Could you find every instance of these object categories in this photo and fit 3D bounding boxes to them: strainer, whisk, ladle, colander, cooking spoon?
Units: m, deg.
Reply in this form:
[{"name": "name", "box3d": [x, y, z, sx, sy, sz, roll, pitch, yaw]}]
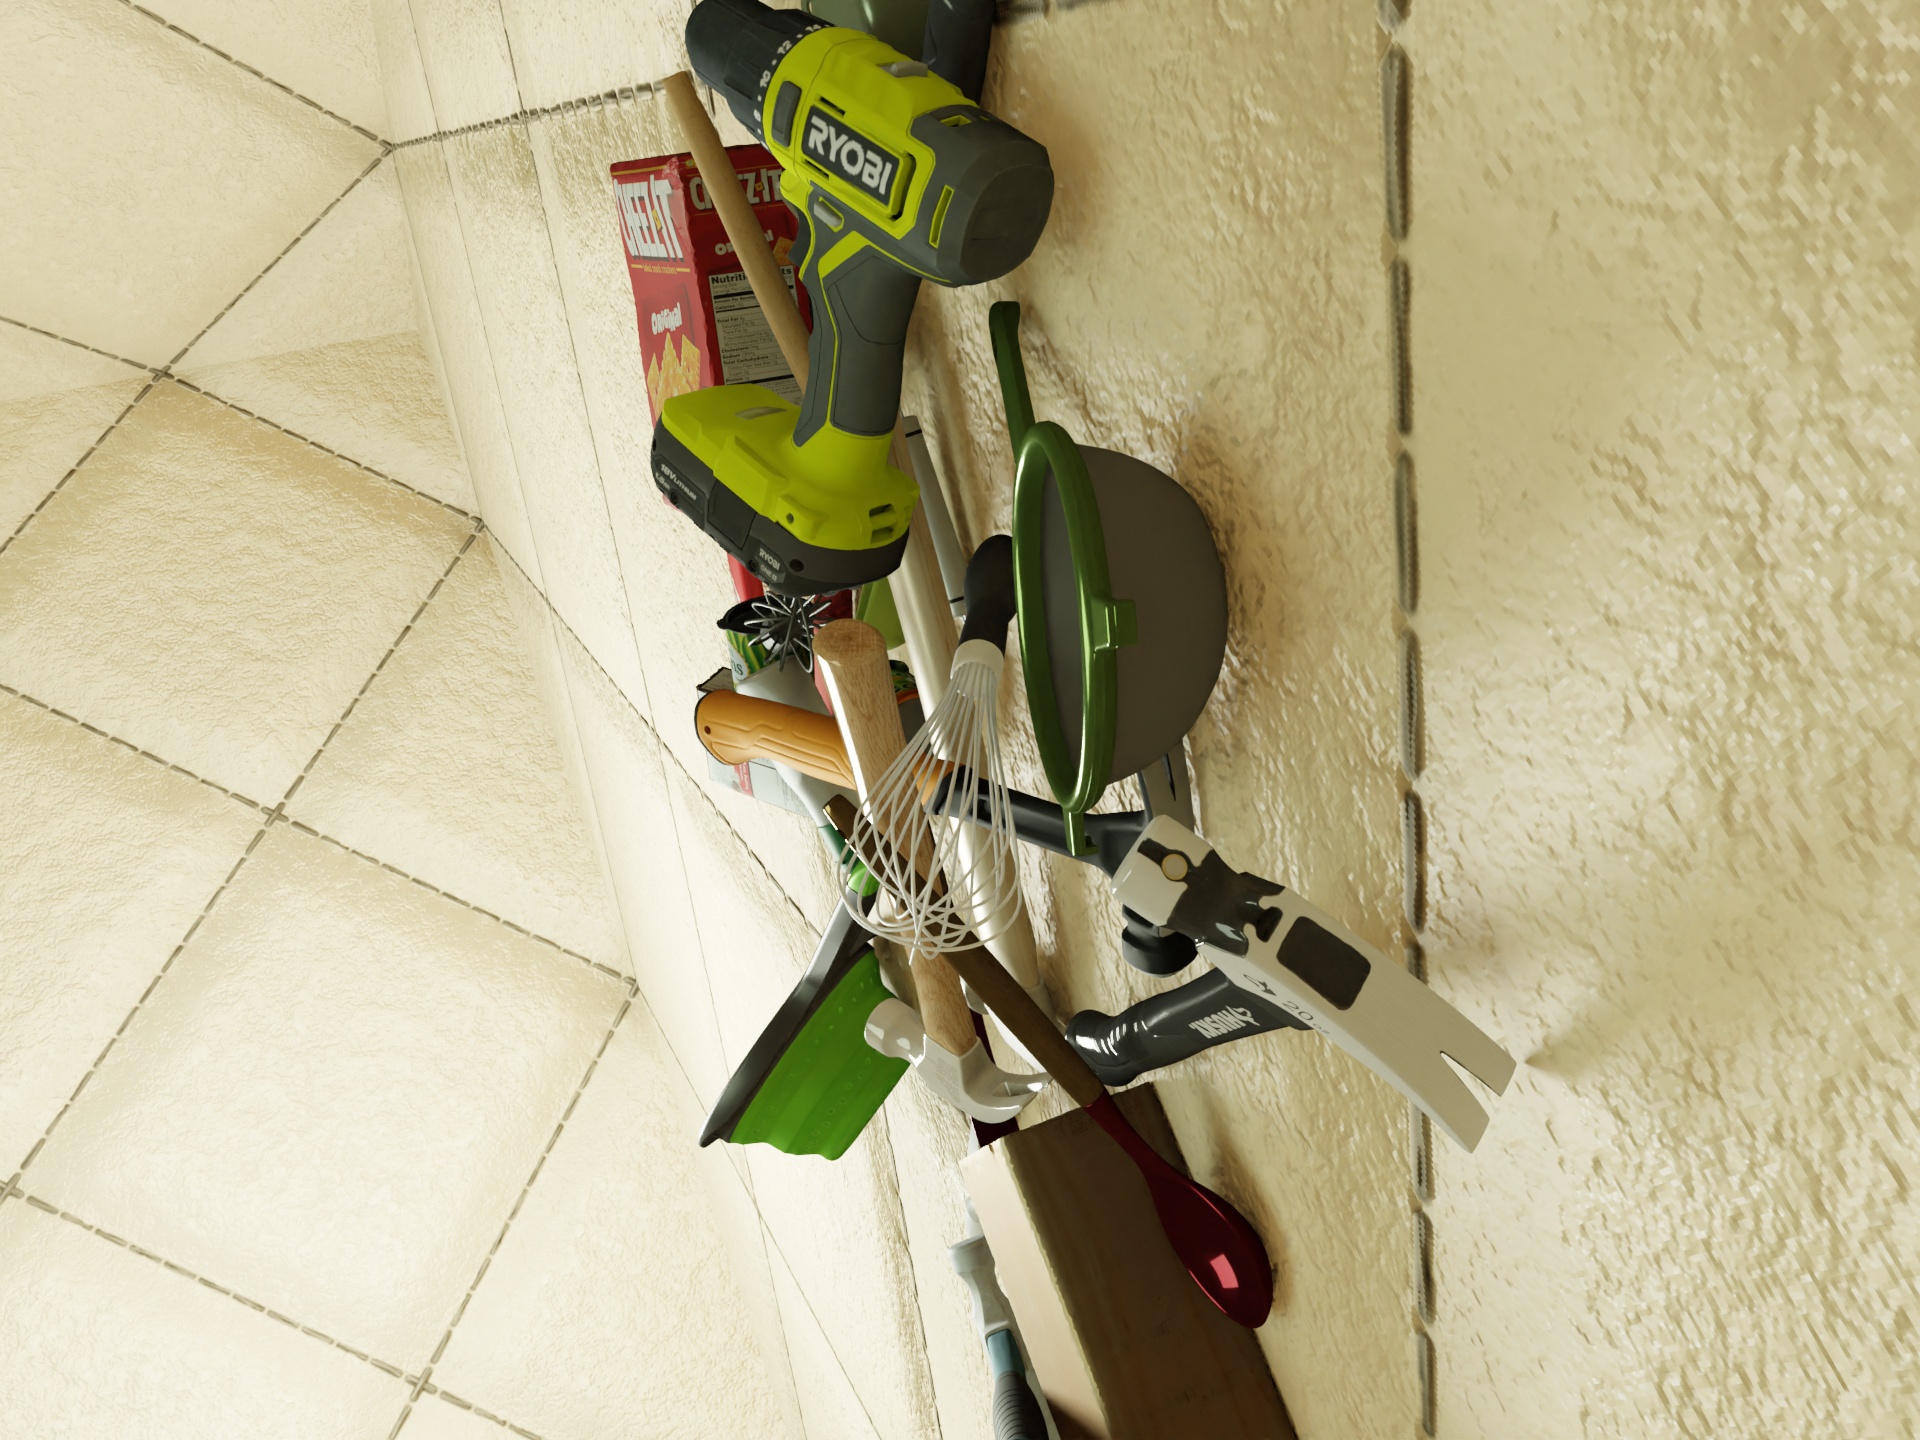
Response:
[{"name": "strainer", "box3d": [-0.032, -0.162, 0.837, 0.087, 0.050, 0.258, -165, 55, -73]}, {"name": "whisk", "box3d": [0.004, -0.003, 0.678, 0.285, 0.070, 0.070, -77, -11, -53]}, {"name": "ladle", "box3d": [0.043, 0.155, 0.733, 0.315, 0.031, 0.069, 49, 153, -5]}, {"name": "whisk", "box3d": [-0.104, -0.054, 0.965, 0.239, 0.055, 0.055, -171, 66, -81]}, {"name": "ladle", "box3d": [-0.091, -0.179, 0.844, 0.078, 0.062, 0.320, -94, -19, -64]}, {"name": "colander", "box3d": [-0.073, 0.210, 1.117, 0.094, 0.204, 0.396, 36, 141, 7]}, {"name": "cooking spoon", "box3d": [-0.001, 0.154, 0.974, 0.068, 0.017, 0.319, 37, -147, -63]}, {"name": "strainer", "box3d": [0.058, -0.084, 0.645, 0.151, 0.069, 0.257, 92, 171, -54]}]

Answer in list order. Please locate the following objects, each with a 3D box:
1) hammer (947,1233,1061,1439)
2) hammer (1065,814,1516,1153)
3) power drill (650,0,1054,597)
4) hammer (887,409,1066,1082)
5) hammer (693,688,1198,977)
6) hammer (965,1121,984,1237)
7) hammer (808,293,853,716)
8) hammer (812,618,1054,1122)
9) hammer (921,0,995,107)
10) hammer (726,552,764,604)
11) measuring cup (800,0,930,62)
[{"name": "hammer", "box3d": [0.029, 0.368, 0.860, 0.331, 0.033, 0.128, 95, 154, -81]}, {"name": "hammer", "box3d": [0.099, 0.126, 0.653, 0.146, 0.035, 0.334, 34, 162, 4]}, {"name": "power drill", "box3d": [-0.069, -0.189, 0.707, 0.191, 0.080, 0.228, 40, 131, 25]}, {"name": "hammer", "box3d": [-0.001, -0.003, 0.828, 0.146, 0.038, 0.410, 26, 134, 62]}, {"name": "hammer", "box3d": [-0.025, 0.022, 0.797, 0.337, 0.034, 0.127, 15, 121, 43]}, {"name": "hammer", "box3d": [0.099, 0.390, 0.912, 0.406, 0.035, 0.144, -129, 30, -47]}, {"name": "hammer", "box3d": [-0.087, -0.096, 1.037, 0.149, 0.036, 0.358, -125, 27, -42]}, {"name": "hammer", "box3d": [-0.021, 0.088, 0.783, 0.130, 0.031, 0.331, 27, 144, 35]}, {"name": "hammer", "box3d": [0.007, -0.348, 0.599, 0.408, 0.036, 0.149, 101, 148, -52]}, {"name": "hammer", "box3d": [-0.181, -0.183, 1.220, 0.143, 0.038, 0.386, -141, 39, -60]}, {"name": "measuring cup", "box3d": [-0.058, -0.338, 0.770, 0.168, 0.038, 0.083, 44, 144, 51]}]
